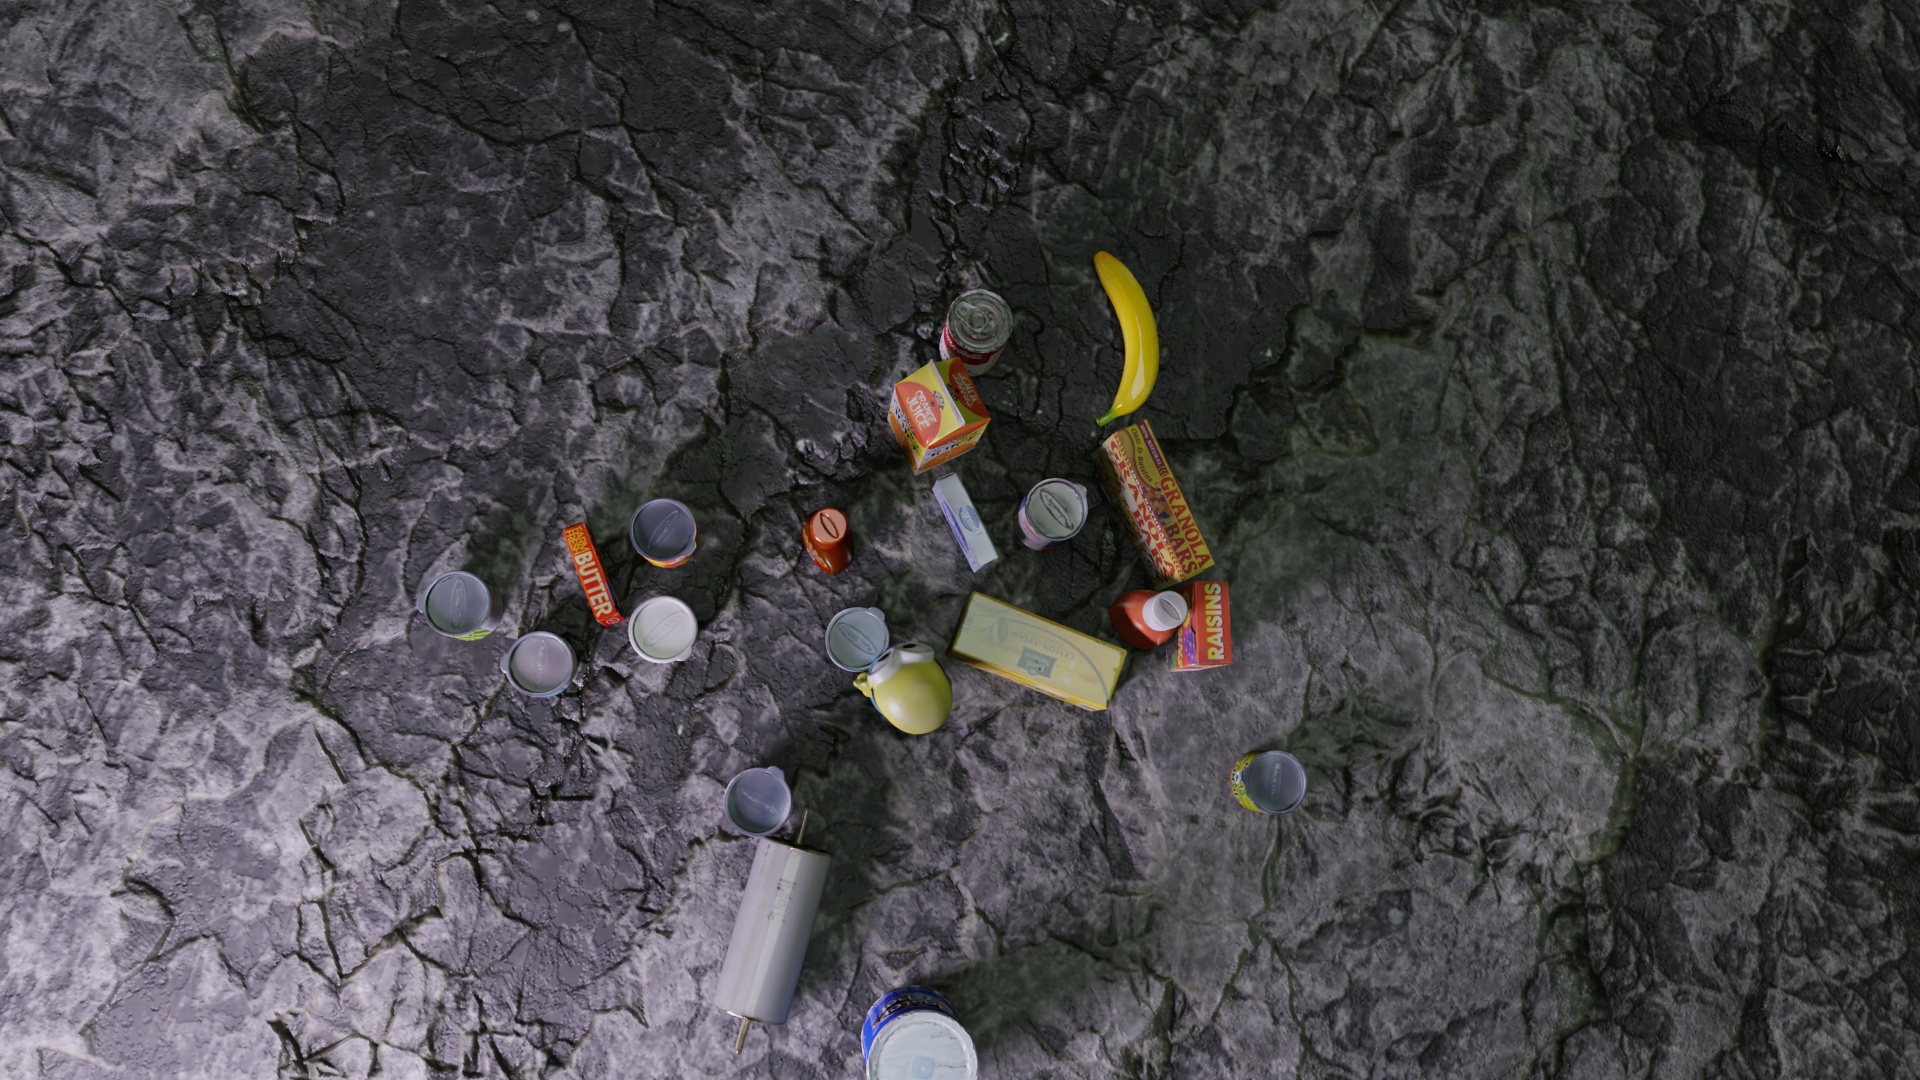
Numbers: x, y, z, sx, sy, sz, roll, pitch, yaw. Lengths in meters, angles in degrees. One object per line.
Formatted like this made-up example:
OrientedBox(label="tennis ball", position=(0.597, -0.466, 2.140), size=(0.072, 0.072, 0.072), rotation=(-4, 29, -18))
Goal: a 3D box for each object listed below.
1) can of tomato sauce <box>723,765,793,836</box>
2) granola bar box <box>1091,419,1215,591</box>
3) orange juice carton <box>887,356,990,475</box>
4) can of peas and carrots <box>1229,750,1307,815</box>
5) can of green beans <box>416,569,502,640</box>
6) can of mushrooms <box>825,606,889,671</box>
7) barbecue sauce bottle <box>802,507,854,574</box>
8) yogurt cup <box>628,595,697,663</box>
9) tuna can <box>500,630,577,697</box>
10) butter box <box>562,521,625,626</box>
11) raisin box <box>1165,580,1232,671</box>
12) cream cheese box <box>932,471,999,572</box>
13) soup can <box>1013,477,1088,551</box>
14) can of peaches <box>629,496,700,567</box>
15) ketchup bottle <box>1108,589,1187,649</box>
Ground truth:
OrientedBox(label="can of tomato sauce", position=(-0.199, 0.256, 1.382), size=(0.071, 0.083, 0.071), rotation=(1, 82, -6))
OrientedBox(label="granola bar box", position=(0.200, -0.034, 1.452), size=(0.039, 0.124, 0.165), rotation=(-24, 85, -9))
OrientedBox(label="orange juice carton", position=(-0.022, -0.128, 1.406), size=(0.073, 0.192, 0.072), rotation=(-25, 85, -9))
OrientedBox(label="can of peas and carrots", position=(0.320, 0.252, 1.455), size=(0.071, 0.058, 0.071), rotation=(1, 81, -6))
OrientedBox(label="can of green beans", position=(-0.497, 0.065, 1.390), size=(0.071, 0.057, 0.071), rotation=(1, 81, -6))
OrientedBox(label="can of mushrooms", position=(-0.106, 0.101, 1.442), size=(0.071, 0.033, 0.071), rotation=(1, 81, -6))
OrientedBox(label="barbecue sauce bottle", position=(-0.133, -0.004, 1.397), size=(0.044, 0.148, 0.065), rotation=(-32, 86, -10))
OrientedBox(label="yogurt cup", position=(-0.300, 0.092, 1.411), size=(0.072, 0.054, 0.072), rotation=(1, 81, -6))
OrientedBox(label="tuna can", position=(-0.425, 0.125, 1.402), size=(0.071, 0.032, 0.071), rotation=(1, 81, -6))
OrientedBox(label="butter box", position=(-0.372, 0.035, 1.412), size=(0.024, 0.053, 0.103), rotation=(-22, 84, -9))
OrientedBox(label="raisin box", position=(0.244, 0.090, 1.438), size=(0.040, 0.123, 0.086), rotation=(0, 82, -6))
OrientedBox(label="cream cheese box", position=(0.005, -0.018, 1.463), size=(0.024, 0.053, 0.104), rotation=(-26, 85, -9))
OrientedBox(label="soup can", position=(0.096, -0.028, 1.460), size=(0.071, 0.083, 0.071), rotation=(1, 82, -6))
OrientedBox(label="can of peaches", position=(-0.300, -0.006, 1.424), size=(0.071, 0.058, 0.071), rotation=(1, 81, -6))
OrientedBox(label="ketchup bottle", position=(0.195, 0.078, 1.422), size=(0.043, 0.148, 0.065), rotation=(-43, 88, -10))
